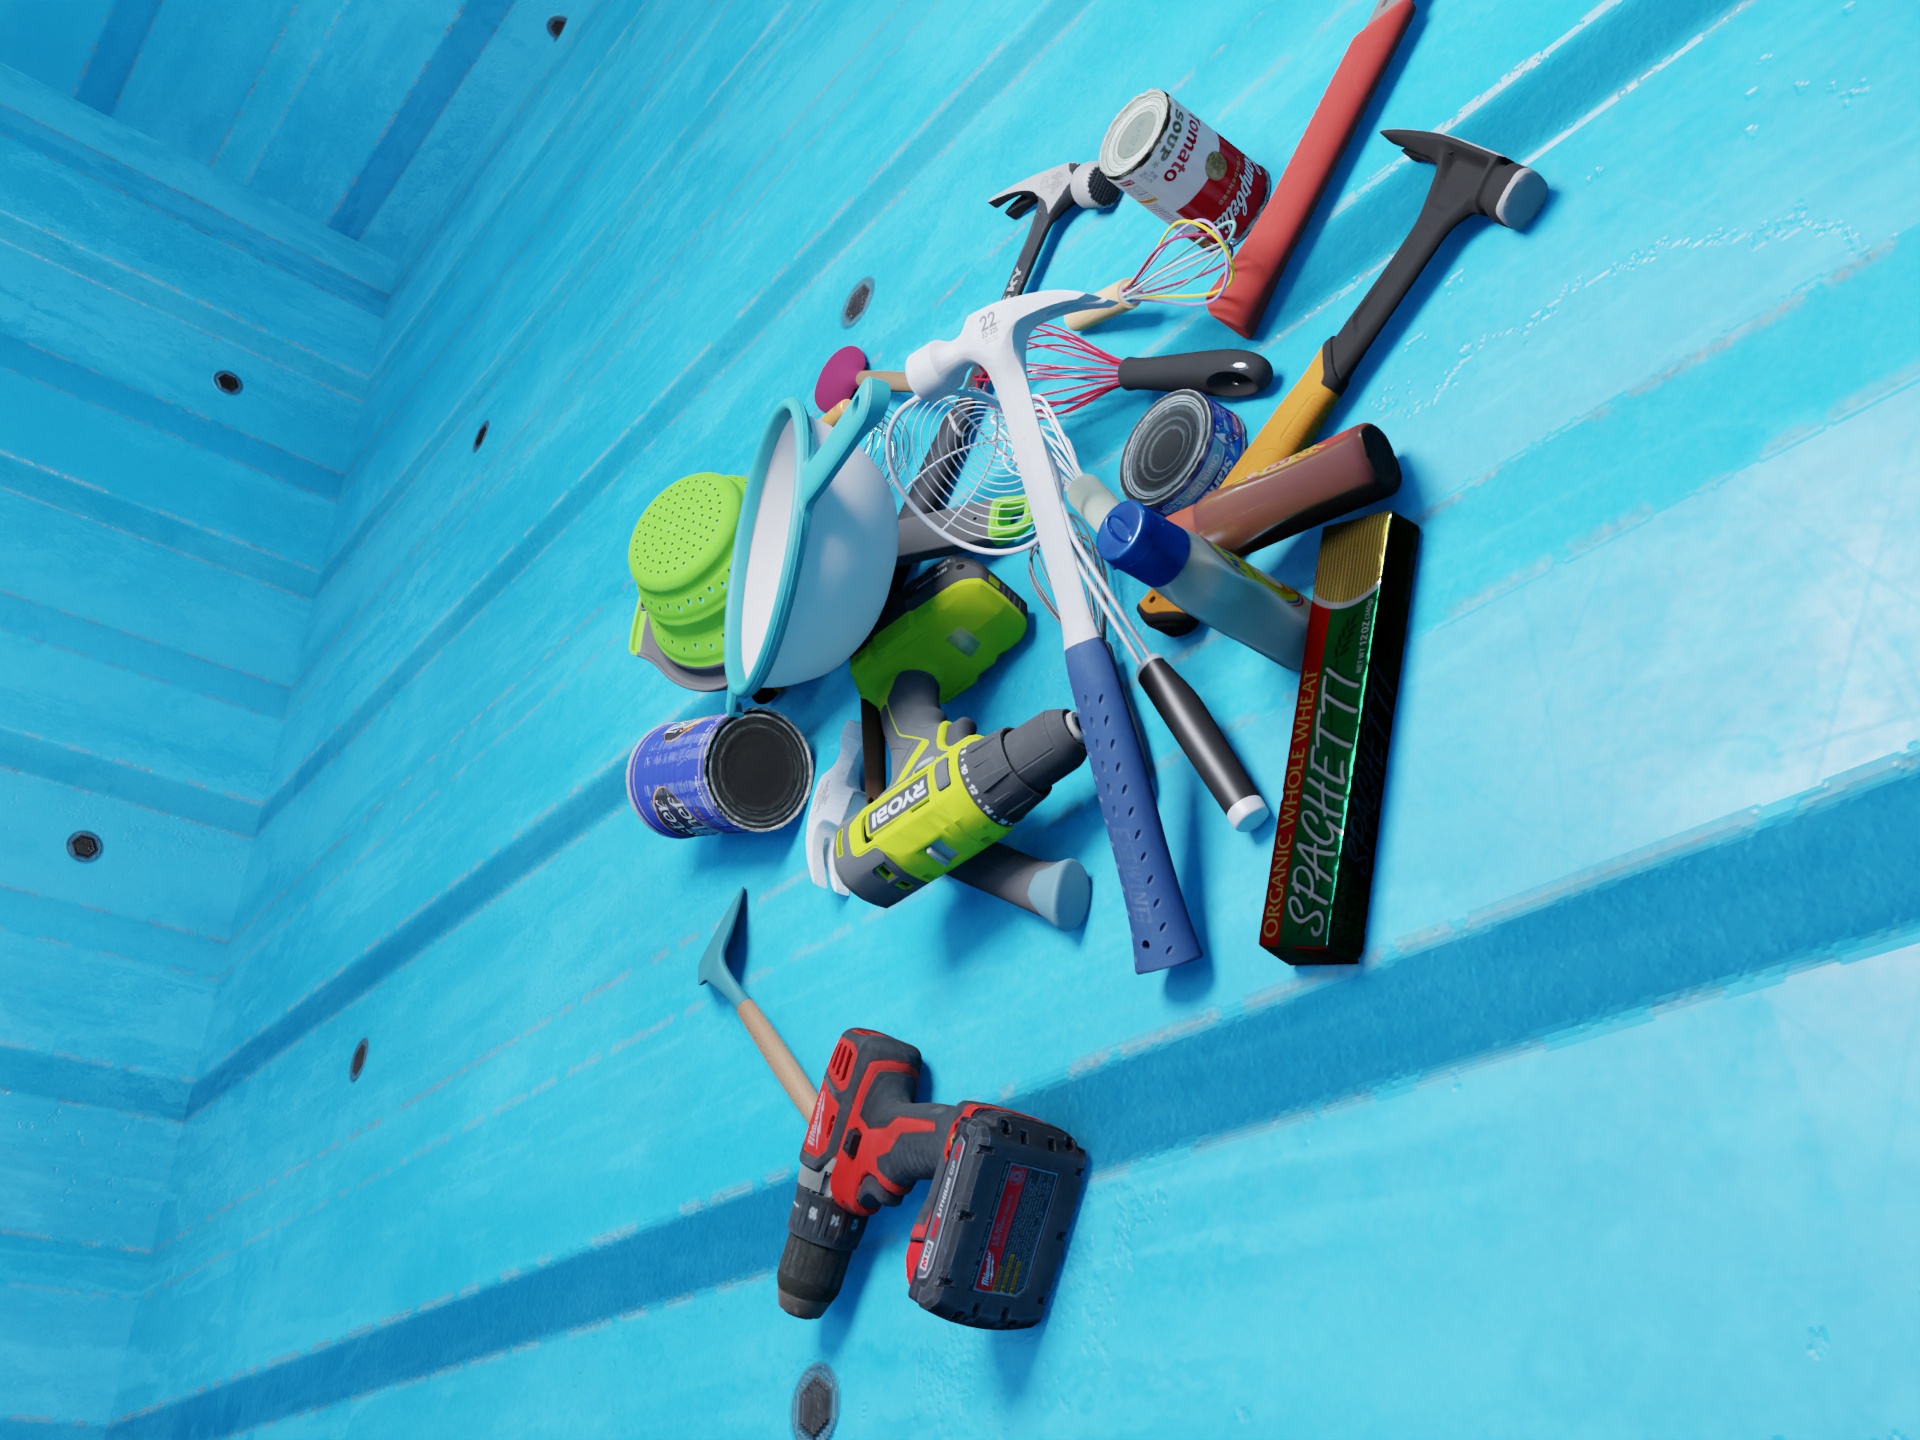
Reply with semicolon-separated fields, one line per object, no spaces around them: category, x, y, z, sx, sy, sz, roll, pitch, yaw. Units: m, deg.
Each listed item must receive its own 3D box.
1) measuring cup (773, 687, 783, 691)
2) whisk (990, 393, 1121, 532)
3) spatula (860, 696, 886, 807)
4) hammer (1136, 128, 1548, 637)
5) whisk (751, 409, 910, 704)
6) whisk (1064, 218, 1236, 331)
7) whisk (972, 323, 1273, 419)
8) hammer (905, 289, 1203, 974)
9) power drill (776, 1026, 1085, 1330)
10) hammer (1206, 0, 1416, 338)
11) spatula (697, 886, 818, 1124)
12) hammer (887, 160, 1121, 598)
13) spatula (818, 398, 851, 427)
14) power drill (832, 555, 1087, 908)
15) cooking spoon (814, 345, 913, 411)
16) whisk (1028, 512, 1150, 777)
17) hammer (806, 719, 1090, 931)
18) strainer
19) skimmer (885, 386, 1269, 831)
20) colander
measuring cup;-0.145;-0.076;1.318;0.174;0.052;0.095;-5;80;50
whisk;0.080;-0.158;1.072;0.057;0.059;0.247;-63;33;22
spatula;-0.072;-0.056;1.233;0.060;0.018;0.316;-28;49;28
hammer;0.209;-0.198;0.970;0.337;0.034;0.127;-56;36;15
whisk;-0.121;-0.142;1.380;0.070;0.070;0.284;41;109;55
whisk;0.125;-0.304;1.101;0.051;0.047;0.245;-69;19;-4
whisk;0.106;-0.245;1.122;0.296;0.073;0.073;16;84;51
hammer;0.073;-0.056;0.925;0.144;0.035;0.406;-22;79;39
power drill;-0.036;0.301;0.981;0.227;0.080;0.188;4;74;58
hammer;0.263;-0.415;1.023;0.149;0.036;0.359;34;99;56
spatula;-0.145;0.235;1.218;0.082;0.044;0.318;-59;39;10
hammer;0.002;-0.261;1.295;0.149;0.036;0.409;26;93;58
spatula;-0.132;-0.225;1.371;0.322;0.041;0.081;167;120;-70
power drill;-0.002;-0.003;1.076;0.190;0.080;0.229;-35;37;25
cooking spoon;-0.079;-0.304;1.418;0.069;0.017;0.319;-65;26;3
whisk;0.086;-0.043;1.041;0.055;0.055;0.239;-41;46;34
hammer;-0.017;0.085;1.118;0.331;0.033;0.128;16;83;56
strainer;-0.075;-0.132;1.061;0.340;0.095;0.211;142;134;-62
skimmer;0.063;-0.069;0.982;0.364;0.090;0.127;61;153;33
colander;-0.131;-0.144;1.251;0.397;0.094;0.205;-9;59;31
